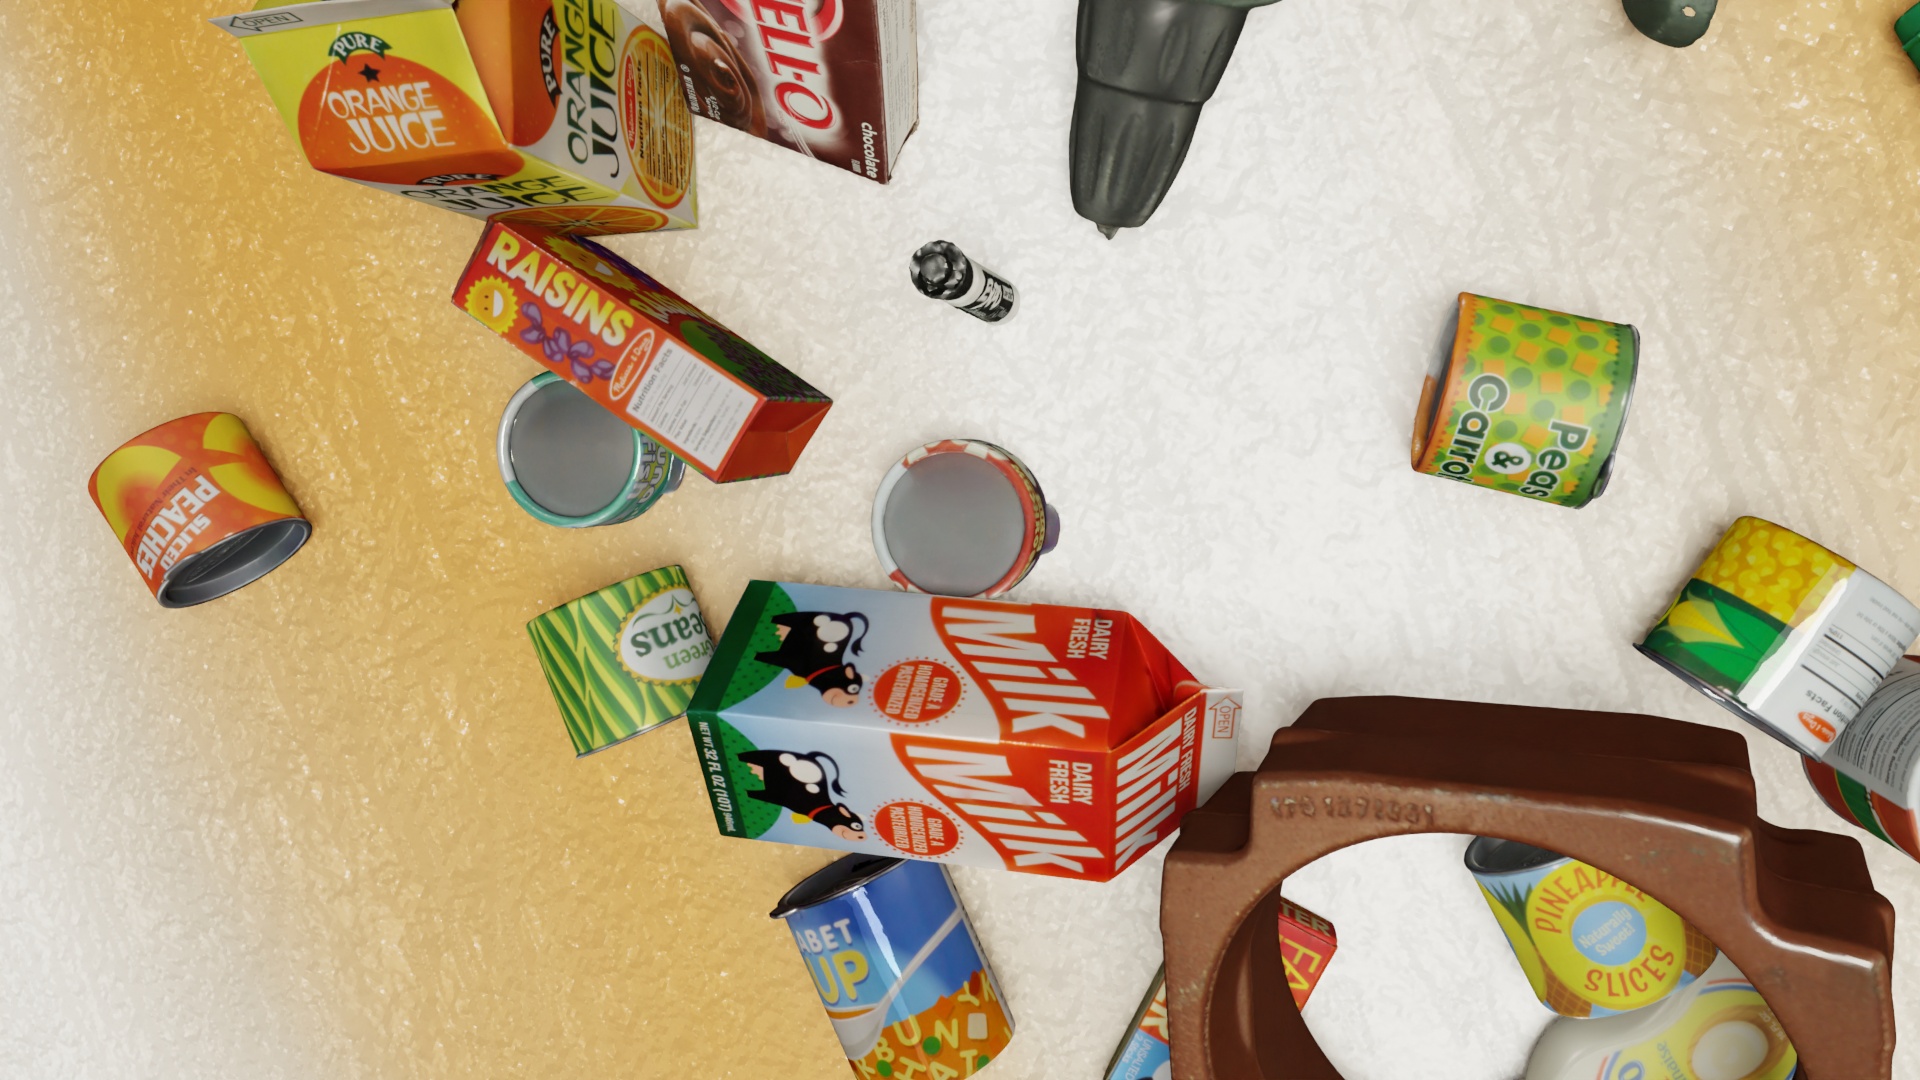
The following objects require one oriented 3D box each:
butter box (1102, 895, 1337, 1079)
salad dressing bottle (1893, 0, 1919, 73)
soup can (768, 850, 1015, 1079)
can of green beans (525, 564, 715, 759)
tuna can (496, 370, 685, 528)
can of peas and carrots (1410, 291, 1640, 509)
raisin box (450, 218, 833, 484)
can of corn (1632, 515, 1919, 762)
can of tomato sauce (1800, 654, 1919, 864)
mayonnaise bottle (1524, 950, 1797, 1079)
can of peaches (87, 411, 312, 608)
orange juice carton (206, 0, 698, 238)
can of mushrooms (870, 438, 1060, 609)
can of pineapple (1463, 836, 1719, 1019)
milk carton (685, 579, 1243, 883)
[{"bbox_3d":[0.099,0.184,0.540,0.053,0.024,0.103,27,98,8],"label":"butter box"},{"bbox_3d":[0.363,-0.119,0.454,0.044,0.064,0.148,-27,81,4],"label":"salad dressing bottle"},{"bbox_3d":[-0.027,0.166,0.541,0.071,0.071,0.083,-24,89,12],"label":"soup can"},{"bbox_3d":[-0.132,0.048,0.555,0.071,0.071,0.058,-22,89,12],"label":"can of green beans"},{"bbox_3d":[-0.152,-0.037,0.571,0.071,0.033,0.071,1,94,11],"label":"tuna can"},{"bbox_3d":[0.194,-0.047,0.484,0.059,0.071,0.071,14,96,11],"label":"can of peas and carrots"},{"bbox_3d":[-0.119,-0.072,0.535,0.123,0.086,0.040,33,101,7],"label":"raisin box"},{"bbox_3d":[0.278,0.032,0.477,0.071,0.071,0.058,35,99,7],"label":"can of corn"},{"bbox_3d":[0.331,0.078,0.458,0.071,0.083,0.071,1,94,11],"label":"can of tomato sauce"},{"bbox_3d":[0.247,0.193,0.503,0.148,0.041,0.065,-39,88,10],"label":"mayonnaise bottle"},{"bbox_3d":[-0.322,-0.013,0.586,0.071,0.071,0.058,-35,86,11],"label":"can of peaches"},{"bbox_3d":[-0.162,-0.157,0.484,0.072,0.193,0.073,-1,93,12],"label":"orange juice carton"},{"bbox_3d":[0.002,-0.007,0.543,0.071,0.033,0.071,1,93,11],"label":"can of mushrooms"},{"bbox_3d":[0.222,0.126,0.490,0.071,0.071,0.058,-28,89,12],"label":"can of pineapple"},{"bbox_3d":[0.006,0.070,0.514,0.191,0.074,0.072,5,130,10],"label":"milk carton"}]
